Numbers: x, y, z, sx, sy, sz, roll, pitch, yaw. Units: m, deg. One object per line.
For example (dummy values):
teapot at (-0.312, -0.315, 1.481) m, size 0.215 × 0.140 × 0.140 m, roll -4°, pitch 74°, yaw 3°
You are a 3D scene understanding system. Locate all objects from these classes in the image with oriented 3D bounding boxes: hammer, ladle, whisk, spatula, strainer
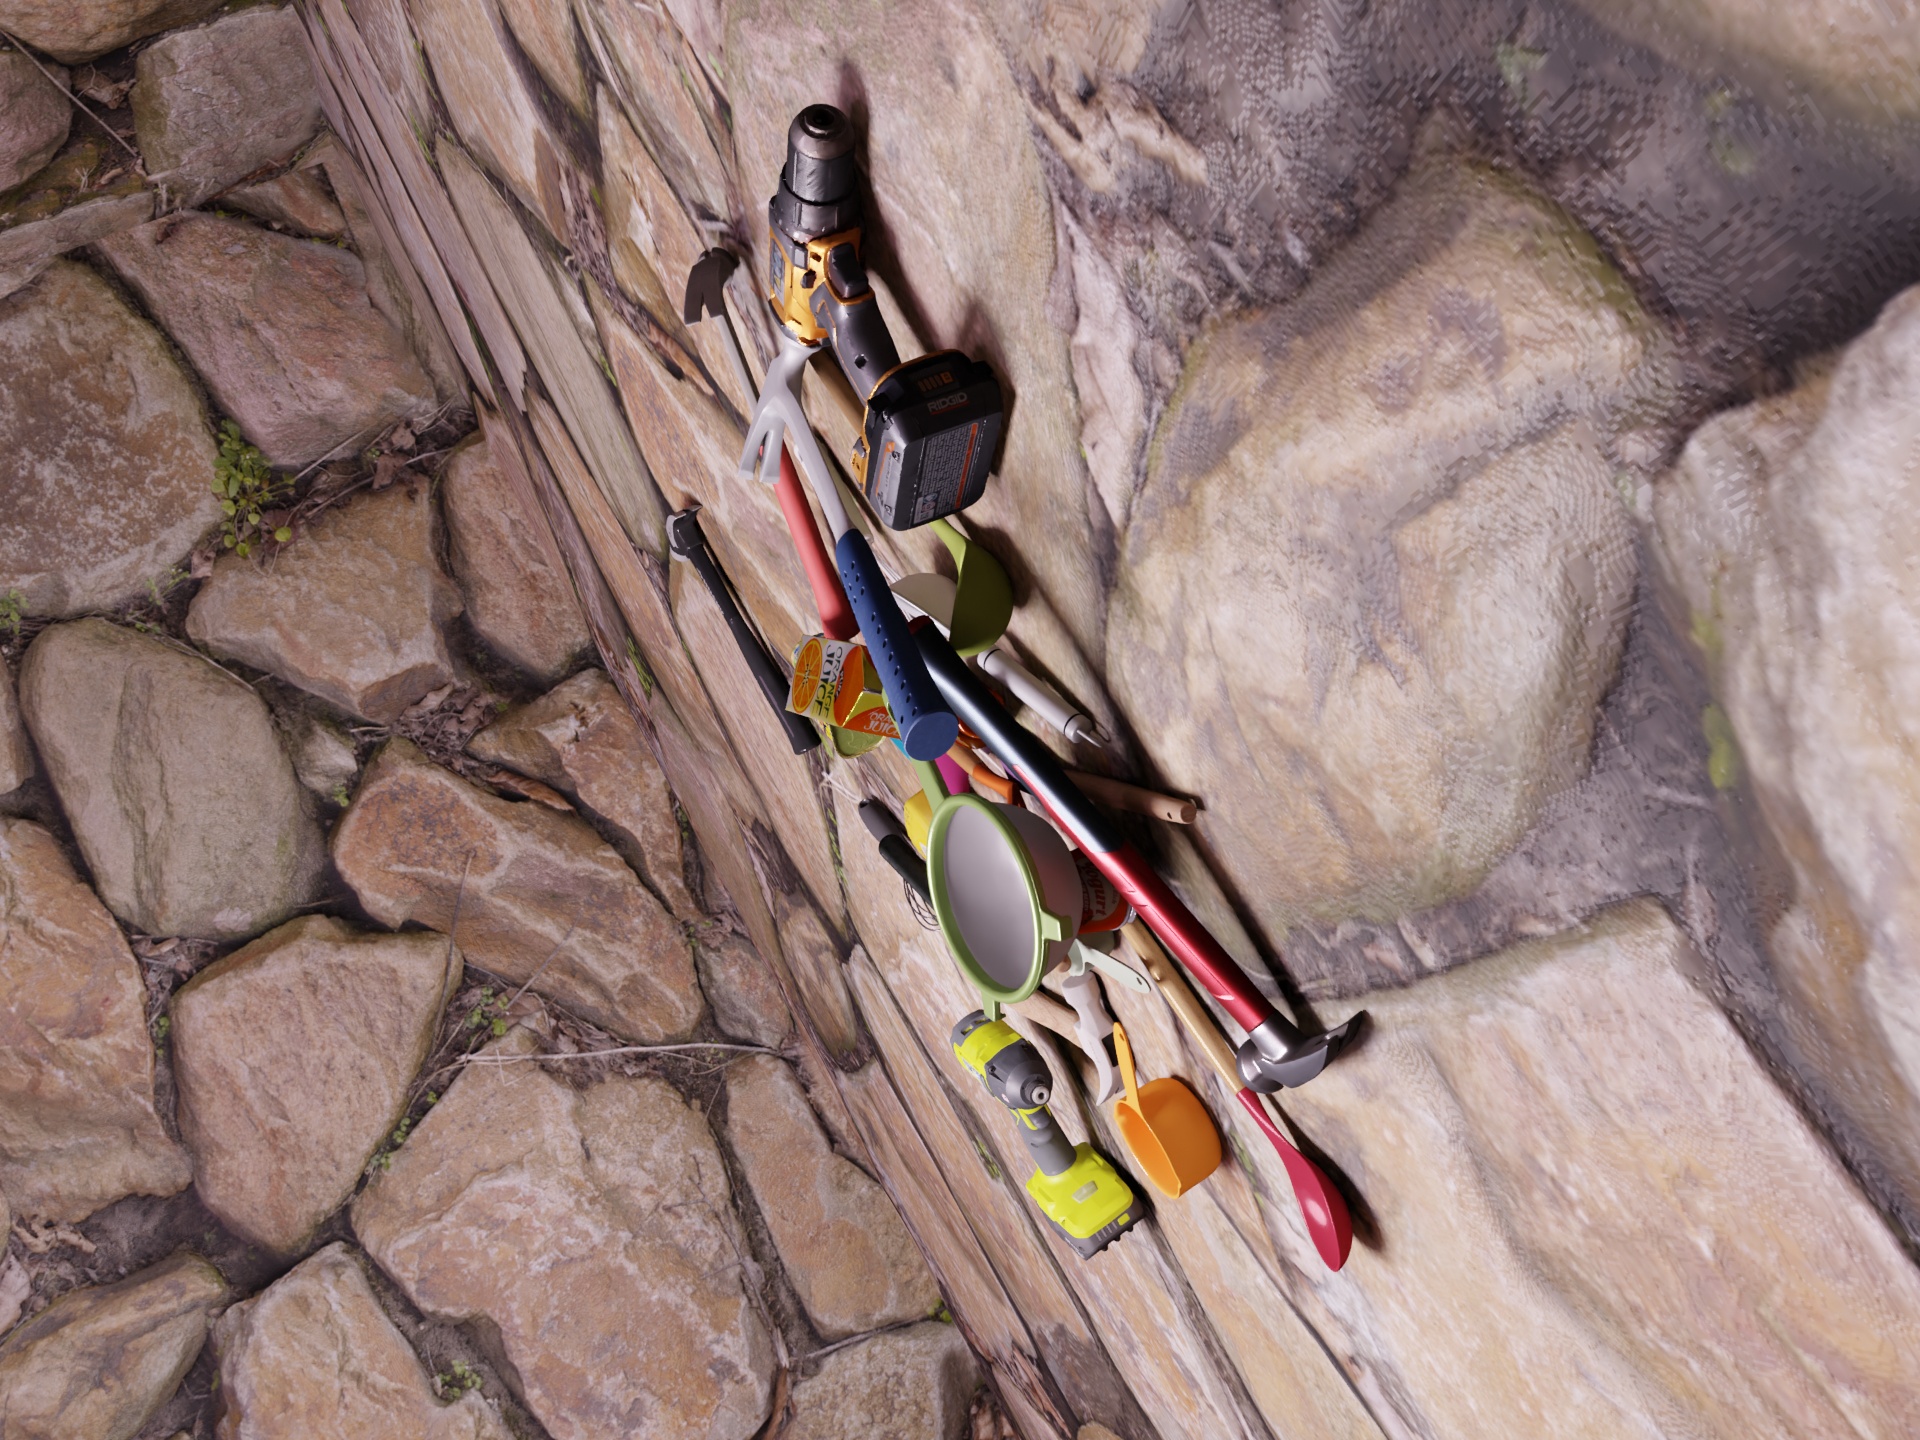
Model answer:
hammer at (-0.080, -0.123, 1.091) m, size 0.144 × 0.035 × 0.406 m, roll -63°, pitch 35°, yaw 35°
hammer at (0.094, 0.074, 1.014) m, size 0.386 × 0.038 × 0.143 m, roll 48°, pitch 159°, yaw 11°
hammer at (0.072, 0.268, 1.488) m, size 0.130 × 0.031 × 0.331 m, roll 67°, pitch 163°, yaw -11°
ladle at (0.185, 0.242, 1.130) m, size 0.316 × 0.031 × 0.069 m, roll 56°, pitch 162°, yaw 26°
hammer at (-0.155, -0.215, 1.359) m, size 0.149 × 0.036 × 0.358 m, roll -98°, pitch -9°, yaw -55°
hammer at (-0.258, -0.106, 1.880) m, size 0.335 × 0.035 × 0.146 m, roll 59°, pitch 163°, yaw 11°
whisk at (-0.058, 0.145, 1.656) m, size 0.239 × 0.055 × 0.055 m, roll 47°, pitch 157°, yaw 53°
spatula at (0.086, 0.043, 1.136) m, size 0.059 × 0.018 × 0.316 m, roll 68°, pitch 163°, yaw -13°
spatula at (-0.003, 0.036, 1.312) m, size 0.323 × 0.041 × 0.081 m, roll 43°, pitch 161°, yaw 53°
ladle at (-0.054, -0.175, 1.157) m, size 0.320 × 0.062 × 0.078 m, roll 57°, pitch 159°, yaw 28°
whisk at (-0.079, -0.138, 1.299) m, size 0.246 × 0.059 × 0.057 m, roll 61°, pitch 151°, yaw 22°
strainer at (0.019, -0.050, 1.155) m, size 0.259 × 0.050 × 0.086 m, roll 41°, pitch -176°, yaw 37°
strainer at (0.019, 0.074, 1.136) m, size 0.257 × 0.069 × 0.151 m, roll 64°, pitch 149°, yaw 25°

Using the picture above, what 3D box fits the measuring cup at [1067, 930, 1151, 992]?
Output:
measuring cup at (0.111, 0.169, 1.220) m, size 0.168 × 0.038 × 0.083 m, roll 24°, pitch 138°, yaw 61°

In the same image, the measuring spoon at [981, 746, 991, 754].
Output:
measuring spoon at (-0.002, -0.004, 1.329) m, size 0.034 × 0.018 × 0.124 m, roll 39°, pitch -177°, yaw -30°

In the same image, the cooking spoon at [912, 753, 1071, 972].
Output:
cooking spoon at (0.018, 0.095, 1.309) m, size 0.319 × 0.017 × 0.068 m, roll 56°, pitch 131°, yaw 47°

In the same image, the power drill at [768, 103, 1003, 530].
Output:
power drill at (-0.057, -0.258, 1.010) m, size 0.226 × 0.084 × 0.185 m, roll 61°, pitch 161°, yaw 20°

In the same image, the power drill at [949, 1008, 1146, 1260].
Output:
power drill at (0.082, 0.392, 1.509) m, size 0.223 × 0.080 × 0.171 m, roll 61°, pitch 167°, yaw -16°

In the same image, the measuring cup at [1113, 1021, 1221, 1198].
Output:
measuring cup at (0.158, 0.293, 1.244) m, size 0.095 × 0.052 × 0.173 m, roll 36°, pitch 147°, yaw 56°

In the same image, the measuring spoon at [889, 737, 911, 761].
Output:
measuring spoon at (-0.048, 0.018, 1.501) m, size 0.129 × 0.021 × 0.042 m, roll 46°, pitch 157°, yaw 20°
